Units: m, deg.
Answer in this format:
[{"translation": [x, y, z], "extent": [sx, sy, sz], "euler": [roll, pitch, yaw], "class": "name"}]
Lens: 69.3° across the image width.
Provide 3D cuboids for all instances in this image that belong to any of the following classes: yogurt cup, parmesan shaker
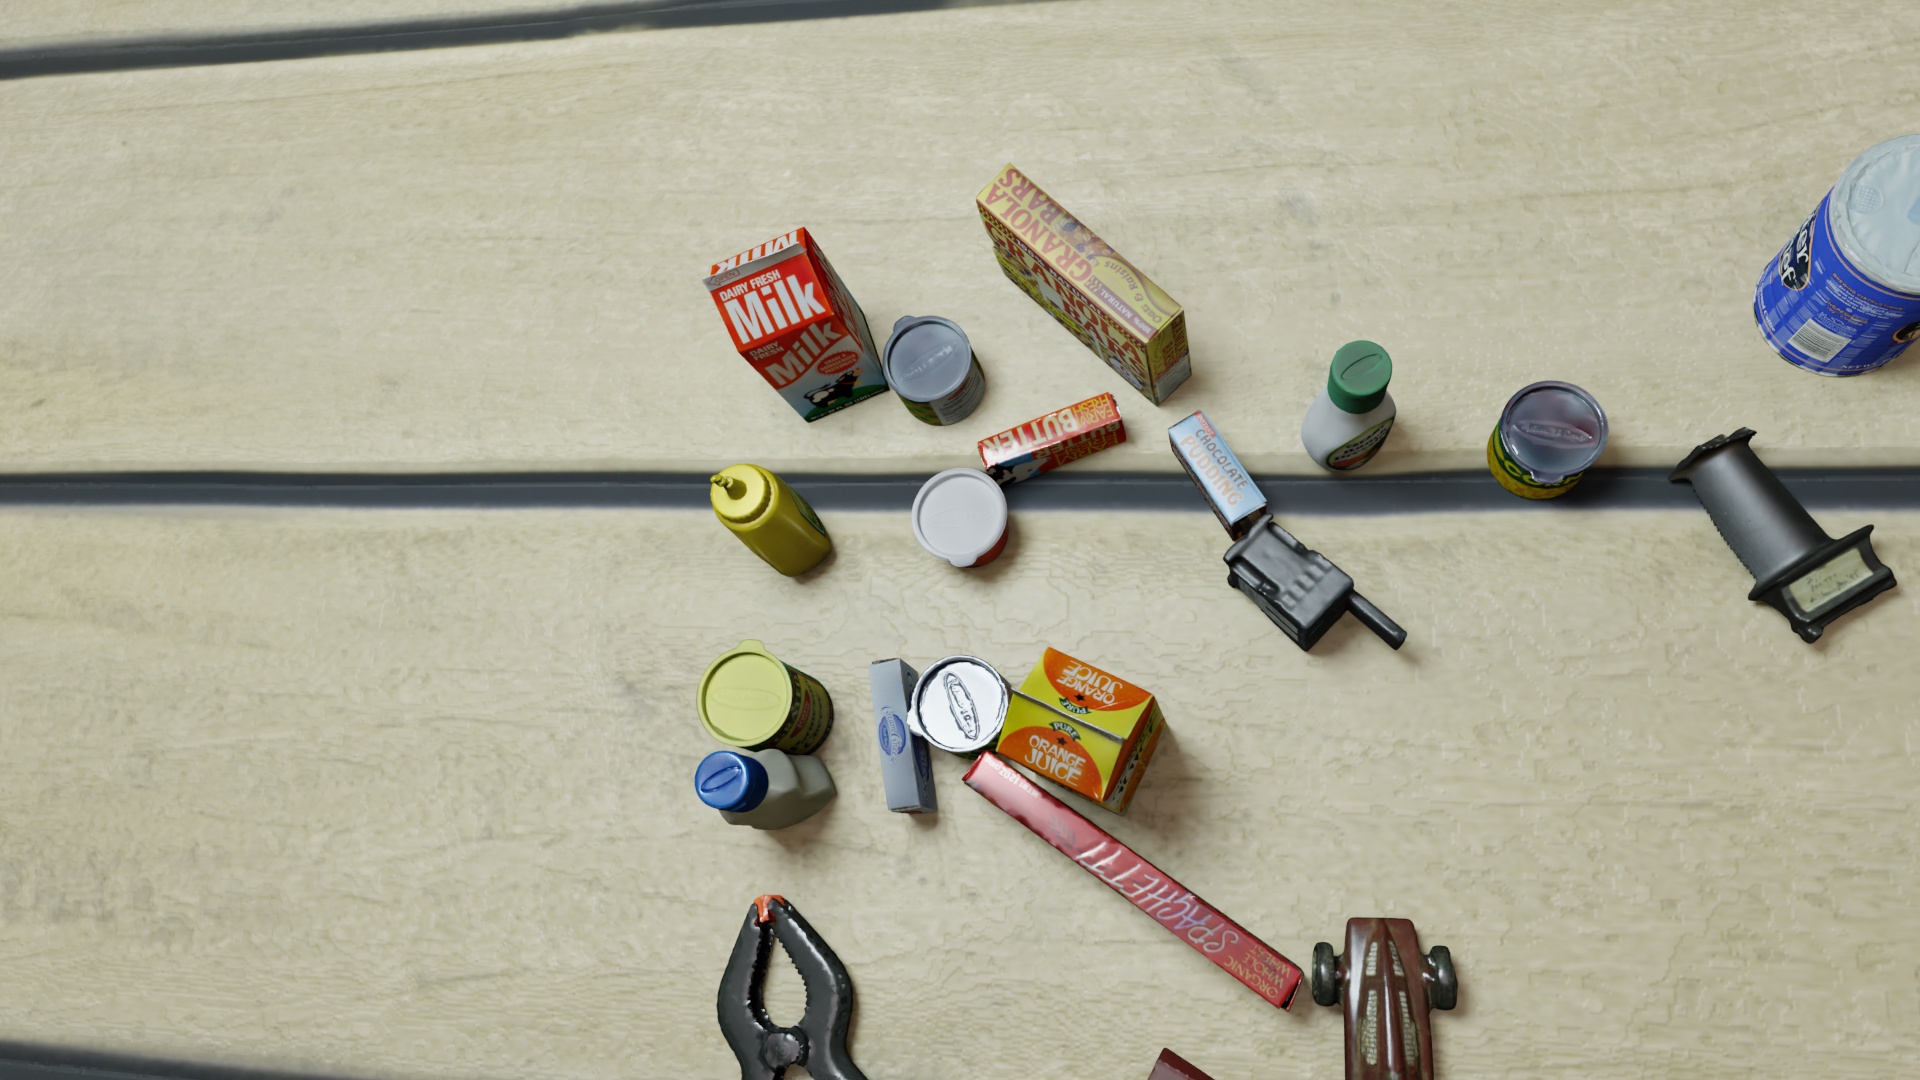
[{"translation": [0.004, -0.012, 0.992], "extent": [0.072, 0.054, 0.072], "euler": [-3, 75, 11], "class": "yogurt cup"}, {"translation": [-0.132, 0.112, 0.960], "extent": [0.071, 0.103, 0.071], "euler": [-3, 75, 11], "class": "parmesan shaker"}]

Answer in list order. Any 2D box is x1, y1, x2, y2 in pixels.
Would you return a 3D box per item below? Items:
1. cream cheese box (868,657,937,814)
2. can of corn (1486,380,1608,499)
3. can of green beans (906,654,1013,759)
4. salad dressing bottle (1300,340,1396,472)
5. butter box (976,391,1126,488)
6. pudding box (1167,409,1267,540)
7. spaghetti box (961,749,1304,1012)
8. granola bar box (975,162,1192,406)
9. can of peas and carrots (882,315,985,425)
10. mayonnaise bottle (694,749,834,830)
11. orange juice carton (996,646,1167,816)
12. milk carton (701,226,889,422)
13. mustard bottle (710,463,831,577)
[{"translation": [-0.040, 0.137, 0.961], "extent": [0.024, 0.053, 0.104], "euler": [-12, 73, 9], "class": "cream cheese box"}, {"translation": [0.389, -0.063, 0.925], "extent": [0.071, 0.058, 0.071], "euler": [-3, 75, 11], "class": "can of corn"}, {"translation": [0.005, 0.116, 0.955], "extent": [0.071, 0.057, 0.071], "euler": [-3, 75, 11], "class": "can of green beans"}, {"translation": [0.257, -0.088, 0.912], "extent": [0.064, 0.147, 0.044], "euler": [-29, 72, 3], "class": "salad dressing bottle"}, {"translation": [0.066, -0.071, 0.996], "extent": [0.103, 0.053, 0.024], "euler": [-21, 73, 6], "class": "butter box"}, {"translation": [0.179, -0.045, 0.968], "extent": [0.030, 0.049, 0.084], "euler": [-32, 72, 2], "class": "pudding box"}, {"translation": [0.112, 0.220, 0.910], "extent": [0.250, 0.050, 0.029], "euler": [33, 84, 18], "class": "spaghetti box"}, {"translation": [0.088, -0.177, 0.983], "extent": [0.039, 0.124, 0.166], "euler": [-45, 72, -2], "class": "granola bar box"}, {"translation": [-0.020, -0.126, 1.025], "extent": [0.071, 0.058, 0.071], "euler": [-3, 75, 11], "class": "can of peas and carrots"}, {"translation": [-0.132, 0.164, 0.923], "extent": [0.065, 0.148, 0.041], "euler": [-29, 72, 3], "class": "mayonnaise bottle"}, {"translation": [0.078, 0.120, 0.868], "extent": [0.072, 0.192, 0.073], "euler": [24, 82, 16], "class": "orange juice carton"}, {"translation": [-0.116, -0.156, 0.984], "extent": [0.072, 0.190, 0.073], "euler": [-21, 73, 6], "class": "milk carton"}, {"translation": [-0.137, -0.020, 0.967], "extent": [0.049, 0.160, 0.065], "euler": [-37, 72, 1], "class": "mustard bottle"}]
